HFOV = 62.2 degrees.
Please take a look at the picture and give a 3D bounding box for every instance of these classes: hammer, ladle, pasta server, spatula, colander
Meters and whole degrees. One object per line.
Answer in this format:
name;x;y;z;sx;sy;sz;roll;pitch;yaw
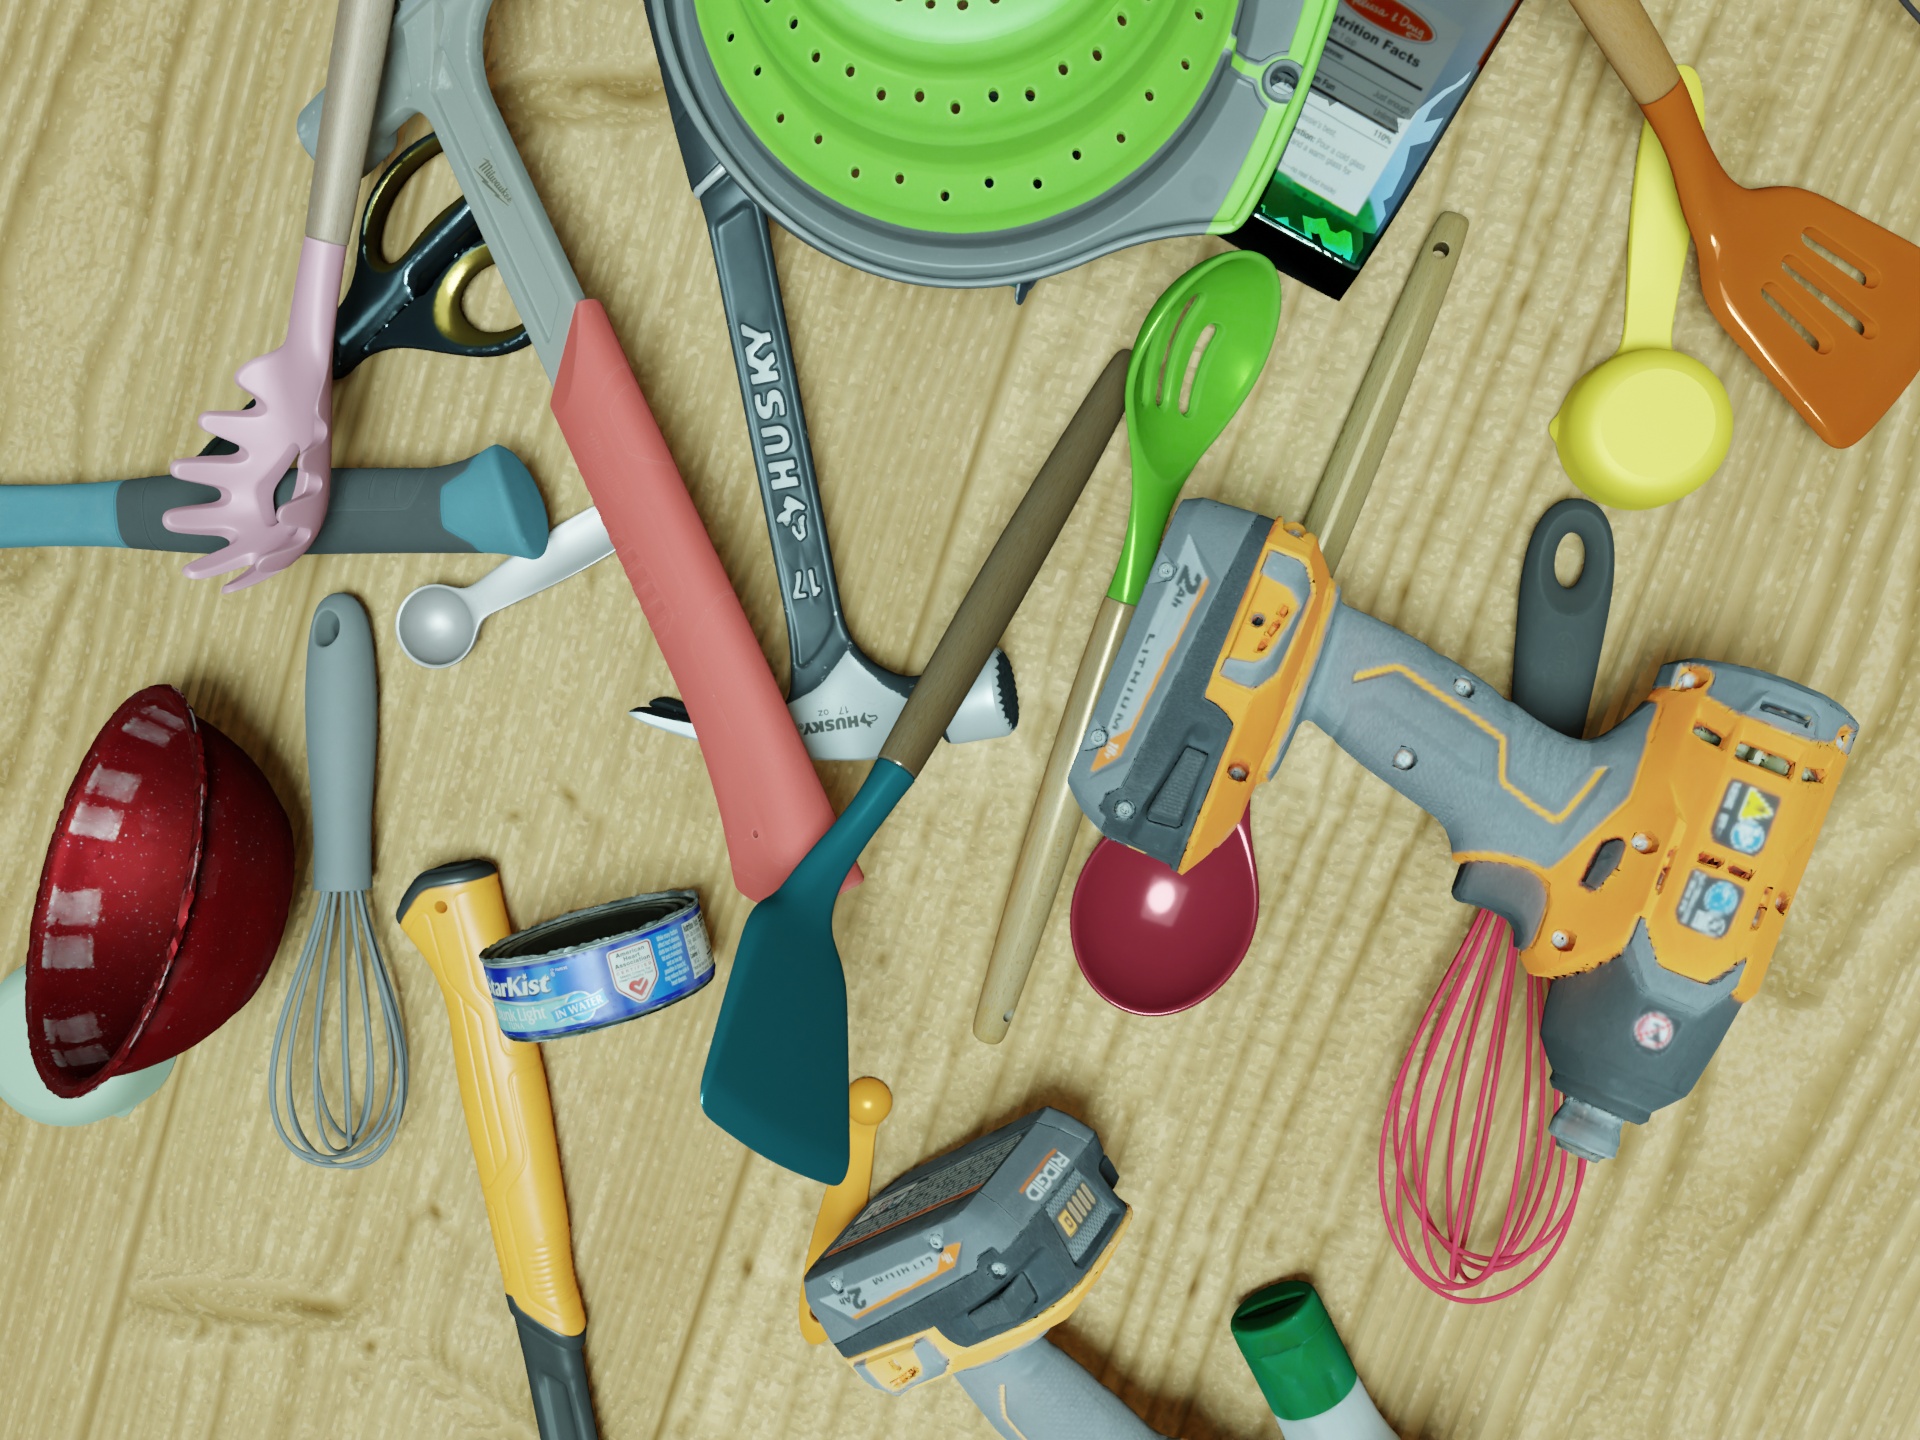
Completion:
hammer;-0.087;-0.181;0.586;0.149;0.036;0.409;-9;99;14
ladle;0.121;-0.037;0.593;0.069;0.031;0.315;23;96;8
pasta server;-0.226;-0.198;0.562;0.060;0.040;0.316;22;105;24
spatula;-0.001;-0.002;0.549;0.044;0.082;0.317;15;68;39
hammer;-0.323;-0.085;0.643;0.331;0.033;0.128;1;97;13
hammer;-0.116;-0.102;0.568;0.149;0.036;0.359;-26;87;28
spatula;0.216;-0.220;0.501;0.322;0.041;0.081;42;82;-26
hammer;-0.169;0.222;0.658;0.127;0.034;0.337;-10;94;10
colander;-0.076;-0.269;0.475;0.397;0.094;0.204;20;96;1

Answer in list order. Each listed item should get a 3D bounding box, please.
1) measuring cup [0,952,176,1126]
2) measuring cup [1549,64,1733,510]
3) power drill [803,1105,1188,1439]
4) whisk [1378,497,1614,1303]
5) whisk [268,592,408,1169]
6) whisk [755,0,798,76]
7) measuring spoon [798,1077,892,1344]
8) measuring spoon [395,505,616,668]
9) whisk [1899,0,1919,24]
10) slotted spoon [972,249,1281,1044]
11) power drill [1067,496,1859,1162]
measuring cup;-0.424;0.145;0.687;0.167;0.038;0.083;-12;93;8
measuring cup;0.247;-0.153;0.560;0.062;0.029;0.156;5;97;8
power drill;0.069;0.255;0.573;0.185;0.084;0.226;-37;90;39
whisk;0.203;0.066;0.577;0.073;0.073;0.296;8;90;8
whisk;-0.256;0.067;0.654;0.055;0.055;0.239;0;91;9
whisk;0.028;-0.317;0.568;0.284;0.070;0.070;-31;90;15
measuring spoon;-0.049;0.202;0.648;0.021;0.011;0.117;14;97;7
measuring spoon;-0.172;-0.060;0.645;0.124;0.018;0.034;-29;89;3
whisk;0.279;-0.263;0.500;0.245;0.051;0.047;18;92;-13
slotted spoon;0.052;-0.021;0.598;0.031;0.070;0.313;27;106;41
power drill;0.154;0.034;0.525;0.226;0.084;0.164;22;87;10
